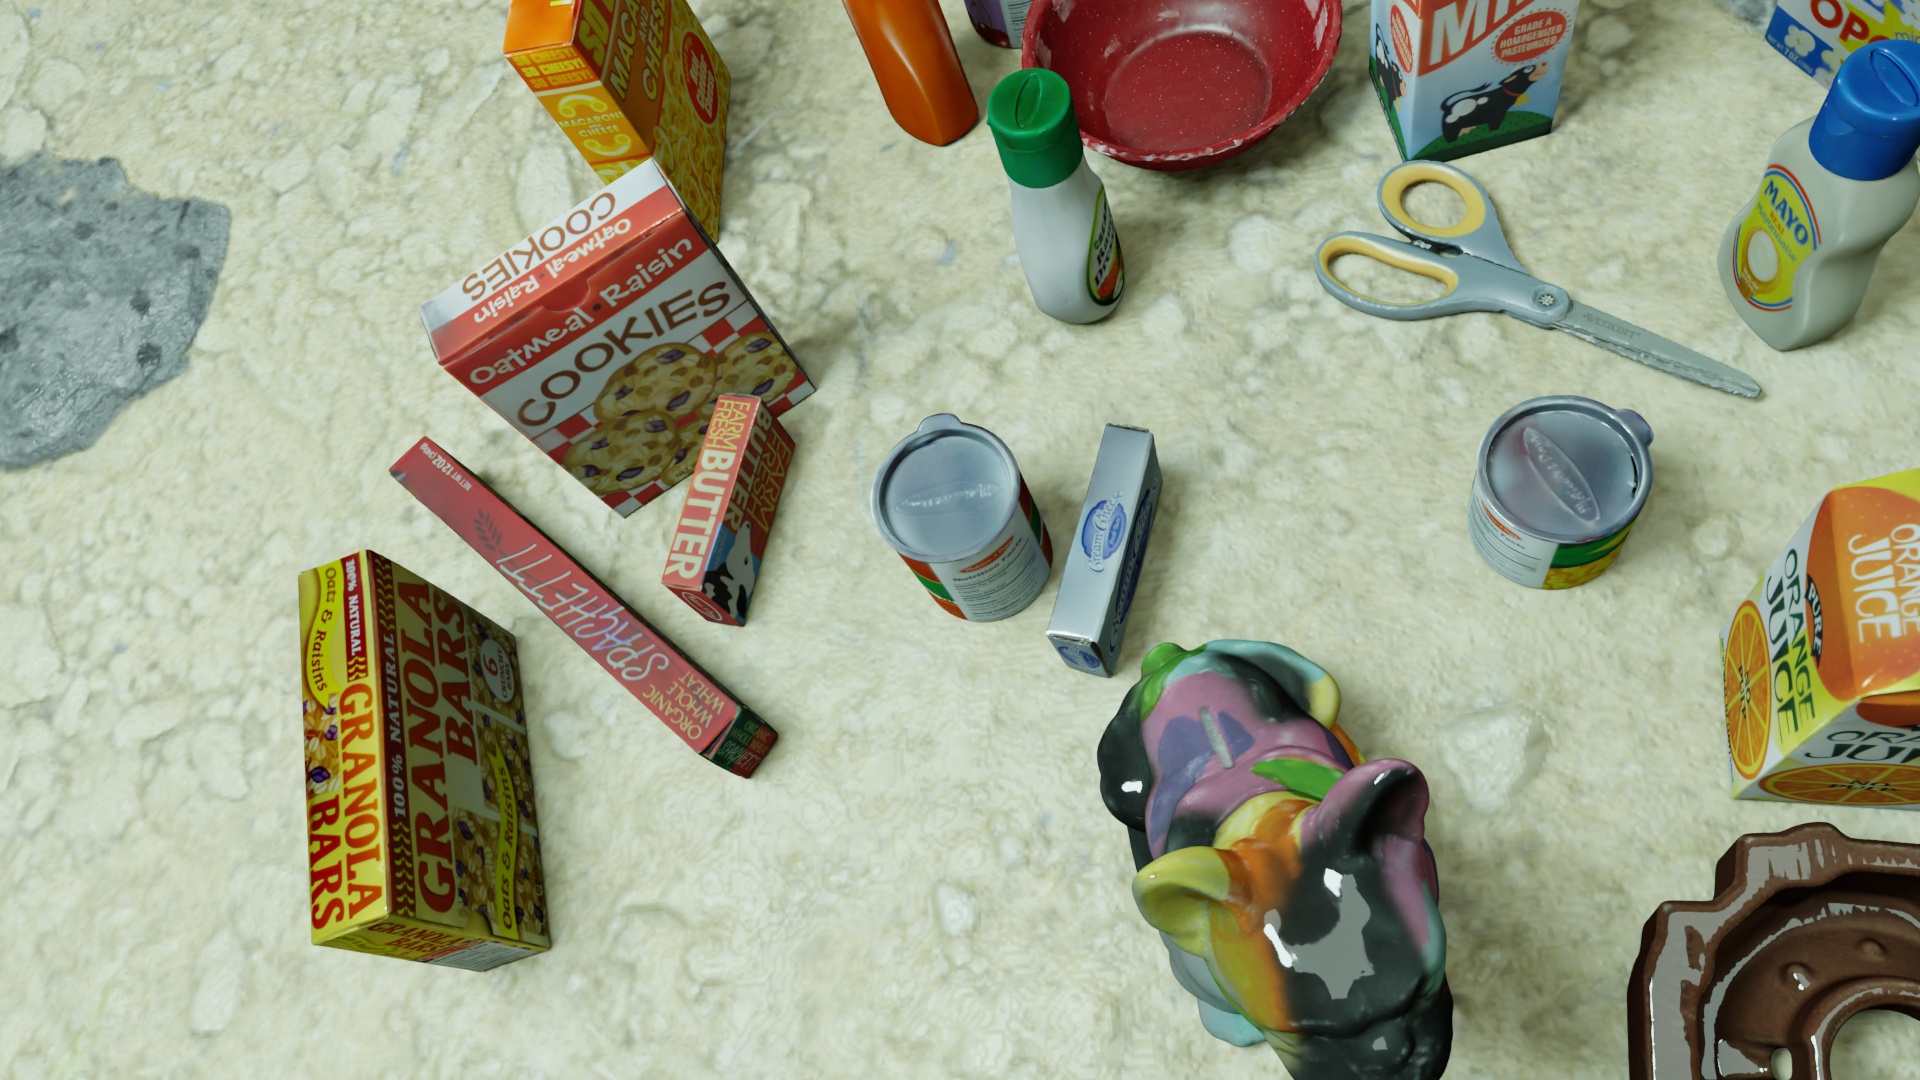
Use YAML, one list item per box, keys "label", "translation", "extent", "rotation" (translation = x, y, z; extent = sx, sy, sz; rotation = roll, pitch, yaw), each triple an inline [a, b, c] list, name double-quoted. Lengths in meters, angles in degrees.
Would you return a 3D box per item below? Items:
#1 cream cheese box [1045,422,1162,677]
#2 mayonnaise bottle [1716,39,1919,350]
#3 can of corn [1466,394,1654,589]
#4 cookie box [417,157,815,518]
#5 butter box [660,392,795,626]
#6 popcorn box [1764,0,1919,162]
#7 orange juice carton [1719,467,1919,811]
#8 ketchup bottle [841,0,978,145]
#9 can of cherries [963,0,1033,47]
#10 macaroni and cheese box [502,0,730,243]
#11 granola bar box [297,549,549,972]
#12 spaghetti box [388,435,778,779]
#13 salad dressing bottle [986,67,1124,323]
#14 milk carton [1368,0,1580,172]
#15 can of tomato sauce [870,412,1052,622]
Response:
- label: "cream cheese box"
  translation: [0.067, 0.005, 0.626]
  extent: [0.024, 0.053, 0.104]
  rotation: [11, 71, 19]
- label: "mayonnaise bottle"
  translation: [0.349, -0.138, 0.559]
  extent: [0.041, 0.147, 0.065]
  rotation: [-20, 64, 6]
- label: "can of corn"
  translation: [0.252, -0.020, 0.585]
  extent: [0.071, 0.058, 0.071]
  rotation: [-5, 67, 13]
- label: "cookie box"
  translation: [-0.154, -0.088, 0.660]
  extent: [0.123, 0.167, 0.040]
  rotation: [-34, 64, 0]
- label: "butter box"
  translation: [-0.113, -0.015, 0.682]
  extent: [0.024, 0.053, 0.104]
  rotation: [7, 70, 18]
- label: "popcorn box"
  translation: [0.424, -0.223, 0.611]
  extent: [0.038, 0.085, 0.127]
  rotation: [-33, 63, 0]
- label: "orange juice carton"
  translation: [0.320, 0.036, 0.468]
  extent: [0.073, 0.192, 0.072]
  rotation: [1, 69, 16]
- label: "ketchup bottle"
  translation: [-0.034, -0.271, 0.717]
  extent: [0.043, 0.148, 0.065]
  rotation: [-40, 64, -3]
- label: "can of cherries"
  translation: [0.029, -0.320, 0.771]
  extent: [0.071, 0.058, 0.072]
  rotation: [-5, 67, 13]
- label: "macaroni and cheese box"
  translation: [-0.174, -0.252, 0.736]
  extent: [0.040, 0.166, 0.124]
  rotation: [-6, 67, 13]
- label: "granola bar box"
  translation: [-0.240, 0.102, 0.626]
  extent: [0.039, 0.124, 0.166]
  rotation: [-19, 64, 7]
- label: "spaghetti box"
  translation: [-0.189, 0.030, 0.685]
  extent: [0.250, 0.050, 0.029]
  rotation: [36, 81, 25]
- label: "salad dressing bottle"
  translation: [0.045, -0.157, 0.648]
  extent: [0.044, 0.147, 0.064]
  rotation: [7, 70, 18]
- label: "milk carton"
  translation: [0.228, -0.256, 0.618]
  extent: [0.073, 0.190, 0.072]
  rotation: [-14, 65, 9]
- label: "can of tomato sauce"
  translation: [0.002, -0.008, 0.632]
  extent: [0.071, 0.083, 0.071]
  rotation: [-5, 67, 13]
